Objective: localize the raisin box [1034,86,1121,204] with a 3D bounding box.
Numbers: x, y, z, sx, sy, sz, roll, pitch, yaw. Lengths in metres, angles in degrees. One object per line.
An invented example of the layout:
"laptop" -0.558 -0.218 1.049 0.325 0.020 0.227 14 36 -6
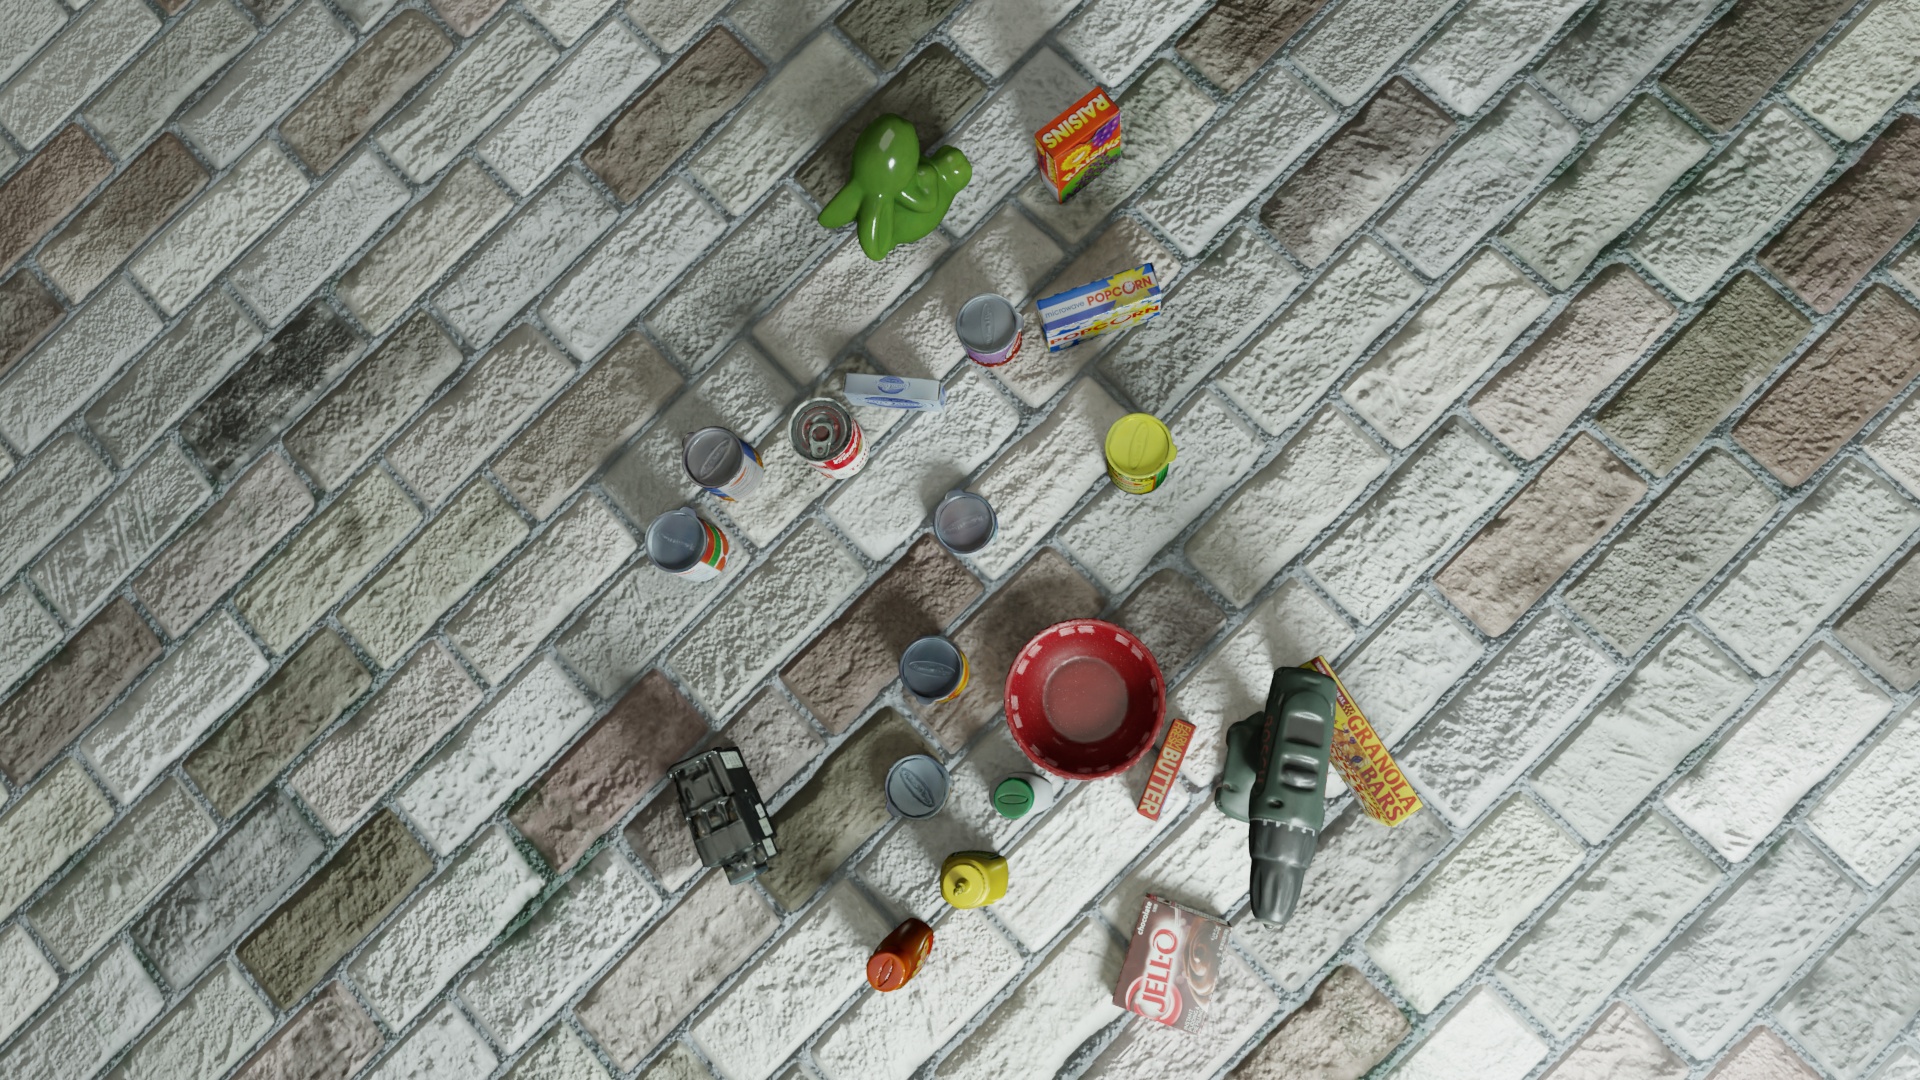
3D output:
"raisin box" 0.125 -0.413 1.461 0.086 0.123 0.040 -36 79 0

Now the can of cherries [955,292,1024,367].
"can of cherries" 0.034 -0.222 1.474 0.071 0.058 0.071 -1 81 7

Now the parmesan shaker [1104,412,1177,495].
"parmesan shaker" 0.183 -0.085 1.412 0.071 0.103 0.071 -1 81 7

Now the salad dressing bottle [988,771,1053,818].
"salad dressing bottle" 0.056 0.248 1.351 0.064 0.147 0.044 0 82 7

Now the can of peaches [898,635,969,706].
"can of peaches" -0.027 0.135 1.424 0.071 0.058 0.071 -1 81 7

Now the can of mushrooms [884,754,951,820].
"can of mushrooms" -0.045 0.253 1.420 0.071 0.033 0.071 -1 81 7

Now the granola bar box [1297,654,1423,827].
"granola bar box" 0.371 0.191 1.335 0.039 0.124 0.166 -33 79 1

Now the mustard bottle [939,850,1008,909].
"mustard bottle" 0.010 0.327 1.337 0.065 0.160 0.049 2 82 7

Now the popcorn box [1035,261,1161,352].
"popcorn box" 0.145 -0.242 1.450 0.127 0.085 0.038 -18 80 4

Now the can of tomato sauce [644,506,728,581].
"can of tomato sauce" -0.286 0.005 1.463 0.071 0.083 0.071 -1 81 7

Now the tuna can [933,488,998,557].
"tuna can" 0.005 -0.018 1.458 0.071 0.033 0.071 -1 81 7

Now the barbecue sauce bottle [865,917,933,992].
"barbecue sauce bottle" -0.061 0.404 1.339 0.044 0.148 0.065 26 85 10

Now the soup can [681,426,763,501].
"soup can" -0.252 -0.082 1.472 0.071 0.083 0.071 -1 81 7

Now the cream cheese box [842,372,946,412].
"cream cheese box" -0.069 -0.157 1.478 0.104 0.053 0.024 5 82 8

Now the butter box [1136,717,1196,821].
"butter box" 0.205 0.228 1.385 0.024 0.053 0.103 23 84 10
